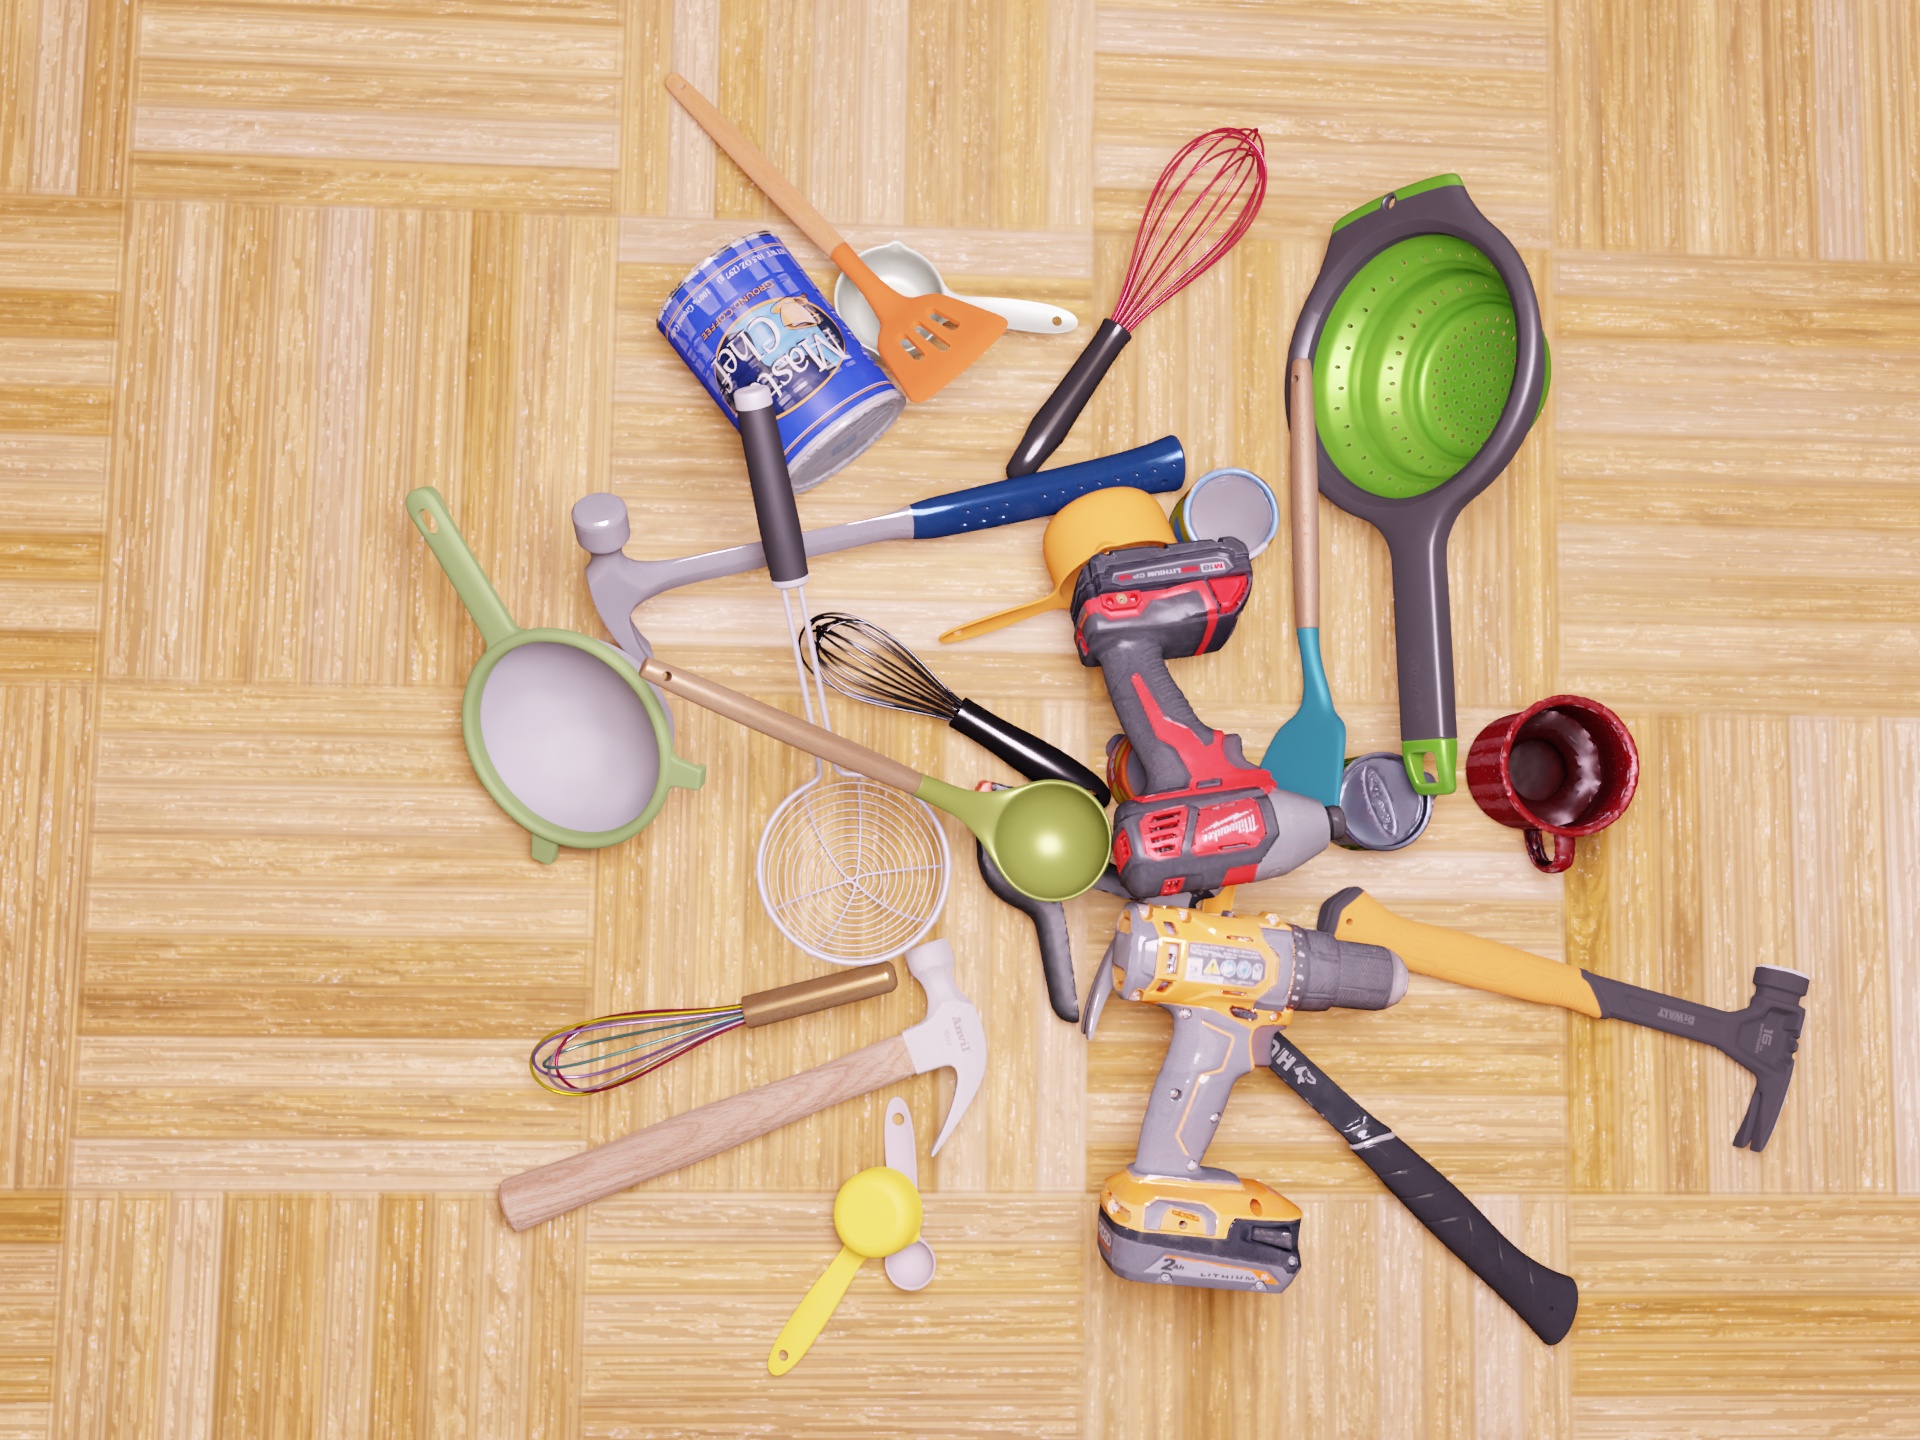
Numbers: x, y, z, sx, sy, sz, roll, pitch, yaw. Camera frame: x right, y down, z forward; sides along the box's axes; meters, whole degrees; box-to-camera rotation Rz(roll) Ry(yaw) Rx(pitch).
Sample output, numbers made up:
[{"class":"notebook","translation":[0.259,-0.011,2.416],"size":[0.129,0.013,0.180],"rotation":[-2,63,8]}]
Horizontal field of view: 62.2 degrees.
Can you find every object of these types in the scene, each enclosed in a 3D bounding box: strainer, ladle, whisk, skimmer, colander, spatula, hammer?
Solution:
[{"class":"strainer","translation":[-0.269,-0.042,1.030],"size":[0.151,0.069,0.256],"rotation":[-26,99,26]},{"class":"ladle","translation":[-0.045,0.030,0.971],"size":[0.320,0.062,0.078],"rotation":[24,83,-23]},{"class":"whisk","translation":[-0.002,-0.002,1.072],"size":[0.239,0.055,0.055],"rotation":[30,84,-5]},{"class":"skimmer","translation":[-0.089,-0.022,0.989],"size":[0.127,0.090,0.363],"rotation":[-13,114,-8]},{"class":"colander","translation":[0.326,-0.150,1.058],"size":[0.094,0.204,0.397],"rotation":[0,86,-35]},{"class":"whisk","translation":[-0.160,0.198,1.033],"size":[0.245,0.051,0.047],"rotation":[-15,83,0]},{"class":"spatula","translation":[0.229,-0.089,1.077],"size":[0.044,0.082,0.317],"rotation":[0,87,-38]},{"class":"spatula","translation":[-0.098,-0.334,1.064],"size":[0.081,0.041,0.323],"rotation":[-41,76,-3]},{"class":"hammer","translation":[0.255,0.269,1.054],"size":[0.409,0.036,0.149],"rotation":[43,87,-4]},{"class":"hammer","translation":[0.405,0.188,1.084],"size":[0.337,0.034,0.127],"rotation":[17,83,-2]},{"class":"whisk","translation":[0.119,-0.286,1.096],"size":[0.073,0.073,0.296],"rotation":[35,90,0]},{"class":"hammer","translation":[-0.140,0.262,1.044],"size":[0.331,0.031,0.130],"rotation":[-21,80,-3]},{"class":"hammer","translation":[-0.044,-0.126,1.057],"size":[0.405,0.144,0.035],"rotation":[-14,50,-12]}]

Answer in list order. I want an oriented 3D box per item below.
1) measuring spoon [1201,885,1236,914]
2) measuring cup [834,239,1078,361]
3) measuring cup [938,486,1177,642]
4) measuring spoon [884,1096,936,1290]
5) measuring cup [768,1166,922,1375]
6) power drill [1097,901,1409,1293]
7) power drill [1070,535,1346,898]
[{"class":"measuring spoon","translation":[0.173,0.135,1.089],"size":[0.021,0.011,0.117],"rotation":[13,81,-1]},{"class":"measuring cup","translation":[-0.004,-0.280,1.098],"size":[0.167,0.038,0.083],"rotation":[6,85,-5]},{"class":"measuring cup","translation":[0.060,-0.103,1.072],"size":[0.173,0.095,0.052],"rotation":[-20,67,11]},{"class":"measuring spoon","translation":[-0.036,0.314,1.060],"size":[0.034,0.018,0.124],"rotation":[-8,79,10]},{"class":"measuring cup","translation":[-0.083,0.363,1.037],"size":[0.062,0.029,0.156],"rotation":[33,88,19]},{"class":"power drill","translation":[0.180,0.232,0.994],"size":[0.185,0.084,0.226],"rotation":[7,87,-6]},{"class":"power drill","translation":[0.152,0.000,1.003],"size":[0.143,0.078,0.220],"rotation":[-7,66,-6]}]
